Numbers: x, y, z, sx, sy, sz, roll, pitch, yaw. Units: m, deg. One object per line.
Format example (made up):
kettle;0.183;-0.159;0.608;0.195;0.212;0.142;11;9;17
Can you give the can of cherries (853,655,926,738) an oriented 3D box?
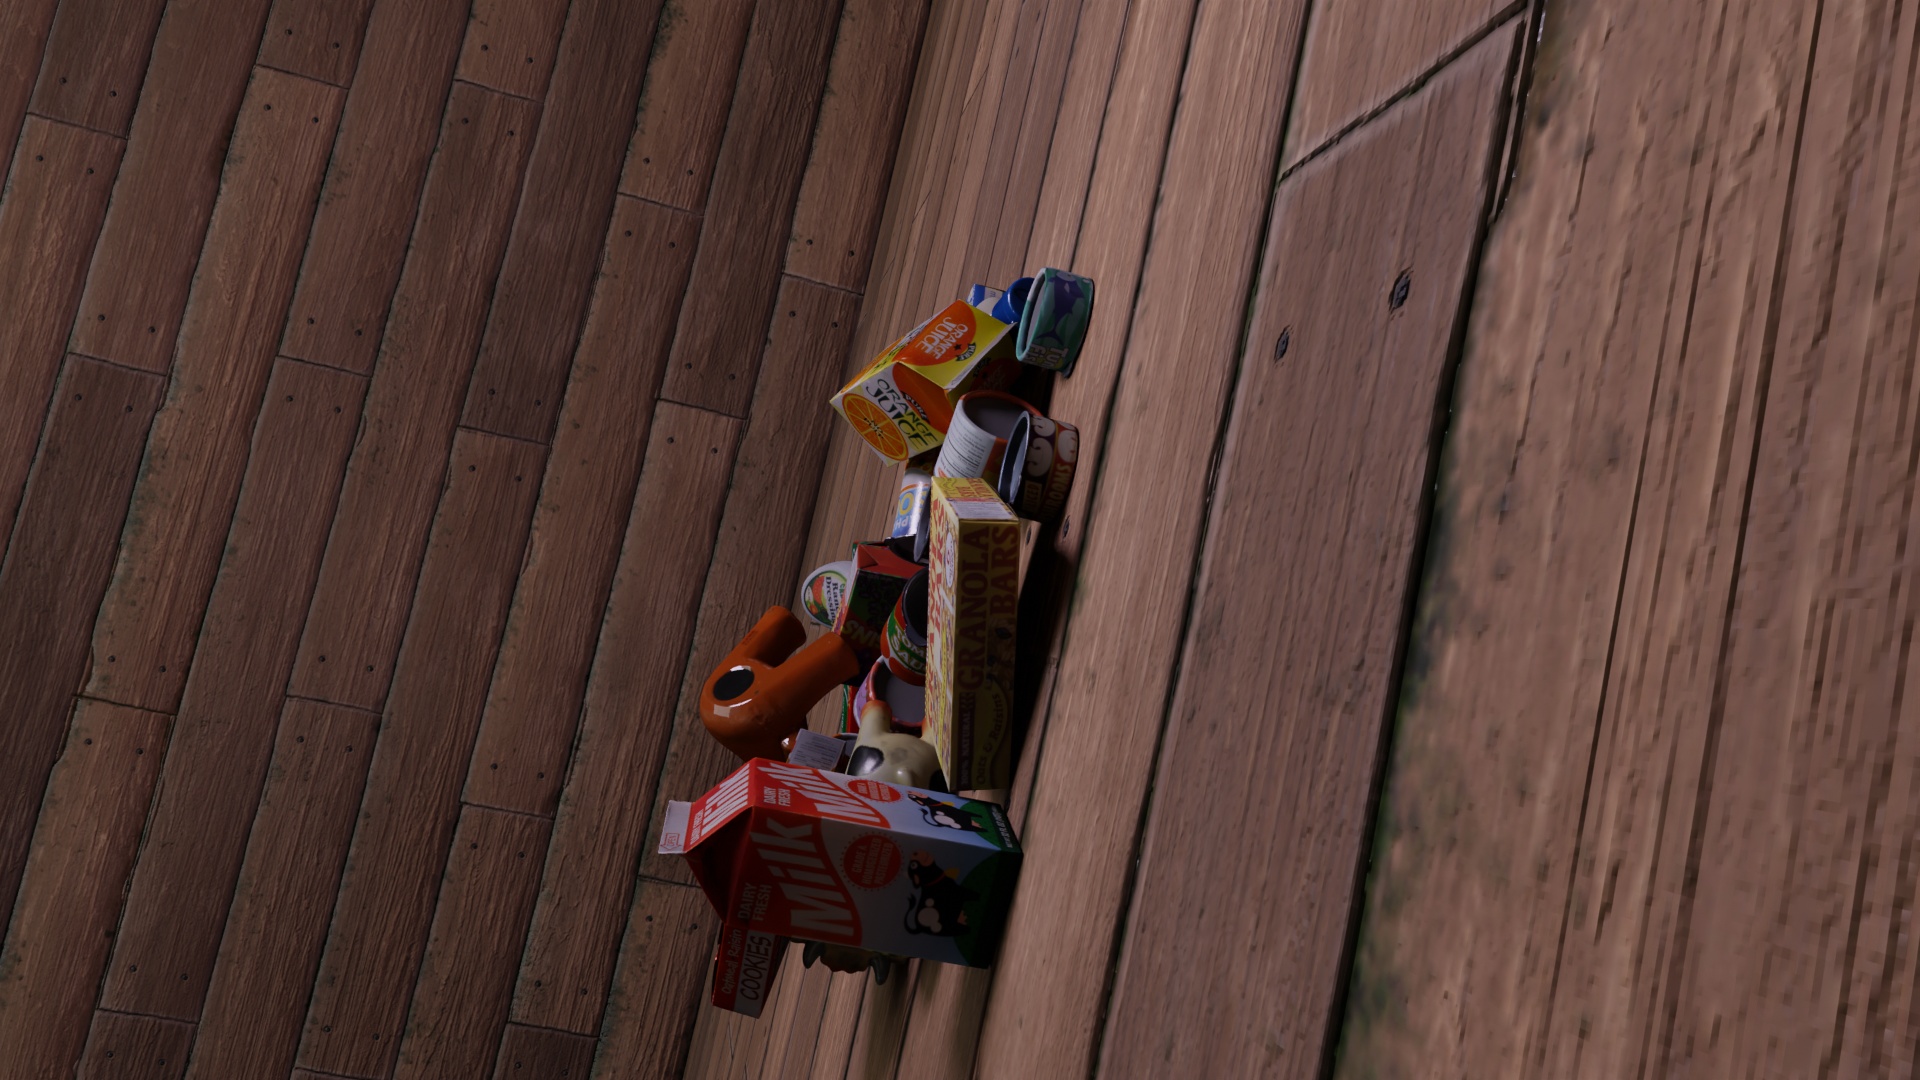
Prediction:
can of cherries;-0.043;0.123;1.063;0.058;0.071;0.072;123;158;-59

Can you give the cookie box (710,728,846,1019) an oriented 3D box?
cookie box;-0.131;0.239;1.008;0.168;0.040;0.122;-70;-5;-51

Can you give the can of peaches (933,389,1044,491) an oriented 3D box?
can of peaches;0.023;-0.062;0.943;0.071;0.071;0.057;-91;17;-54

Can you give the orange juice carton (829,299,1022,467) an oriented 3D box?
orange juice carton;-0.021;-0.117;1.027;0.072;0.073;0.192;-46;13;-21

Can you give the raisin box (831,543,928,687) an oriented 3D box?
raisin box;-0.059;0.069;1.159;0.040;0.086;0.122;-99;24;-54

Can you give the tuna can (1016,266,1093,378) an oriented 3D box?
tuna can;0.062;-0.145;0.925;0.071;0.033;0.071;-164;88;-80

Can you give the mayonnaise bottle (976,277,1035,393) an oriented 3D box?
mayonnaise bottle;0.029;-0.151;1.045;0.041;0.065;0.147;-67;11;-21

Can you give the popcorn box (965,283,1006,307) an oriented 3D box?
popcorn box;0.012;-0.145;1.187;0.084;0.038;0.127;117;163;-50

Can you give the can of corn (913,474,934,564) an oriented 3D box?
can of corn;0.004;-0.013;0.998;0.071;0.058;0.071;-164;88;-80

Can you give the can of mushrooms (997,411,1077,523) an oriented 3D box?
can of mushrooms;0.047;-0.044;0.869;0.071;0.033;0.071;-164;88;-80

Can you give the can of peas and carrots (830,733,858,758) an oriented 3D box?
can of peas and carrots;-0.094;0.212;1.224;0.071;0.071;0.058;-106;31;-70

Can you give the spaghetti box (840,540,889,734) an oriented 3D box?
spaghetti box;-0.093;0.124;1.319;0.050;0.029;0.250;-176;89;-76

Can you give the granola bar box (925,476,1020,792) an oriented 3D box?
granola bar box;0.006;0.053;0.853;0.124;0.039;0.165;-122;33;-74

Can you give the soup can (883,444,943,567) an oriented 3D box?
soup can;-0.020;-0.028;1.112;0.071;0.071;0.084;126;156;-65

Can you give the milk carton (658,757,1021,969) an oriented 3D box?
milk carton;-0.071;0.176;0.776;0.072;0.191;0.073;-123;46;-76

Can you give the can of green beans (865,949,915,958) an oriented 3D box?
can of green beans;-0.043;0.234;0.907;0.071;0.071;0.058;180;103;-80

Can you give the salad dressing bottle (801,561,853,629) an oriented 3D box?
salad dressing bottle;-0.081;0.050;1.243;0.147;0.044;0.064;-2;97;46

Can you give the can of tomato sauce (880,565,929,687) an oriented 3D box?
can of tomato sauce;-0.019;0.064;0.997;0.082;0.071;0.071;121;160;-62
